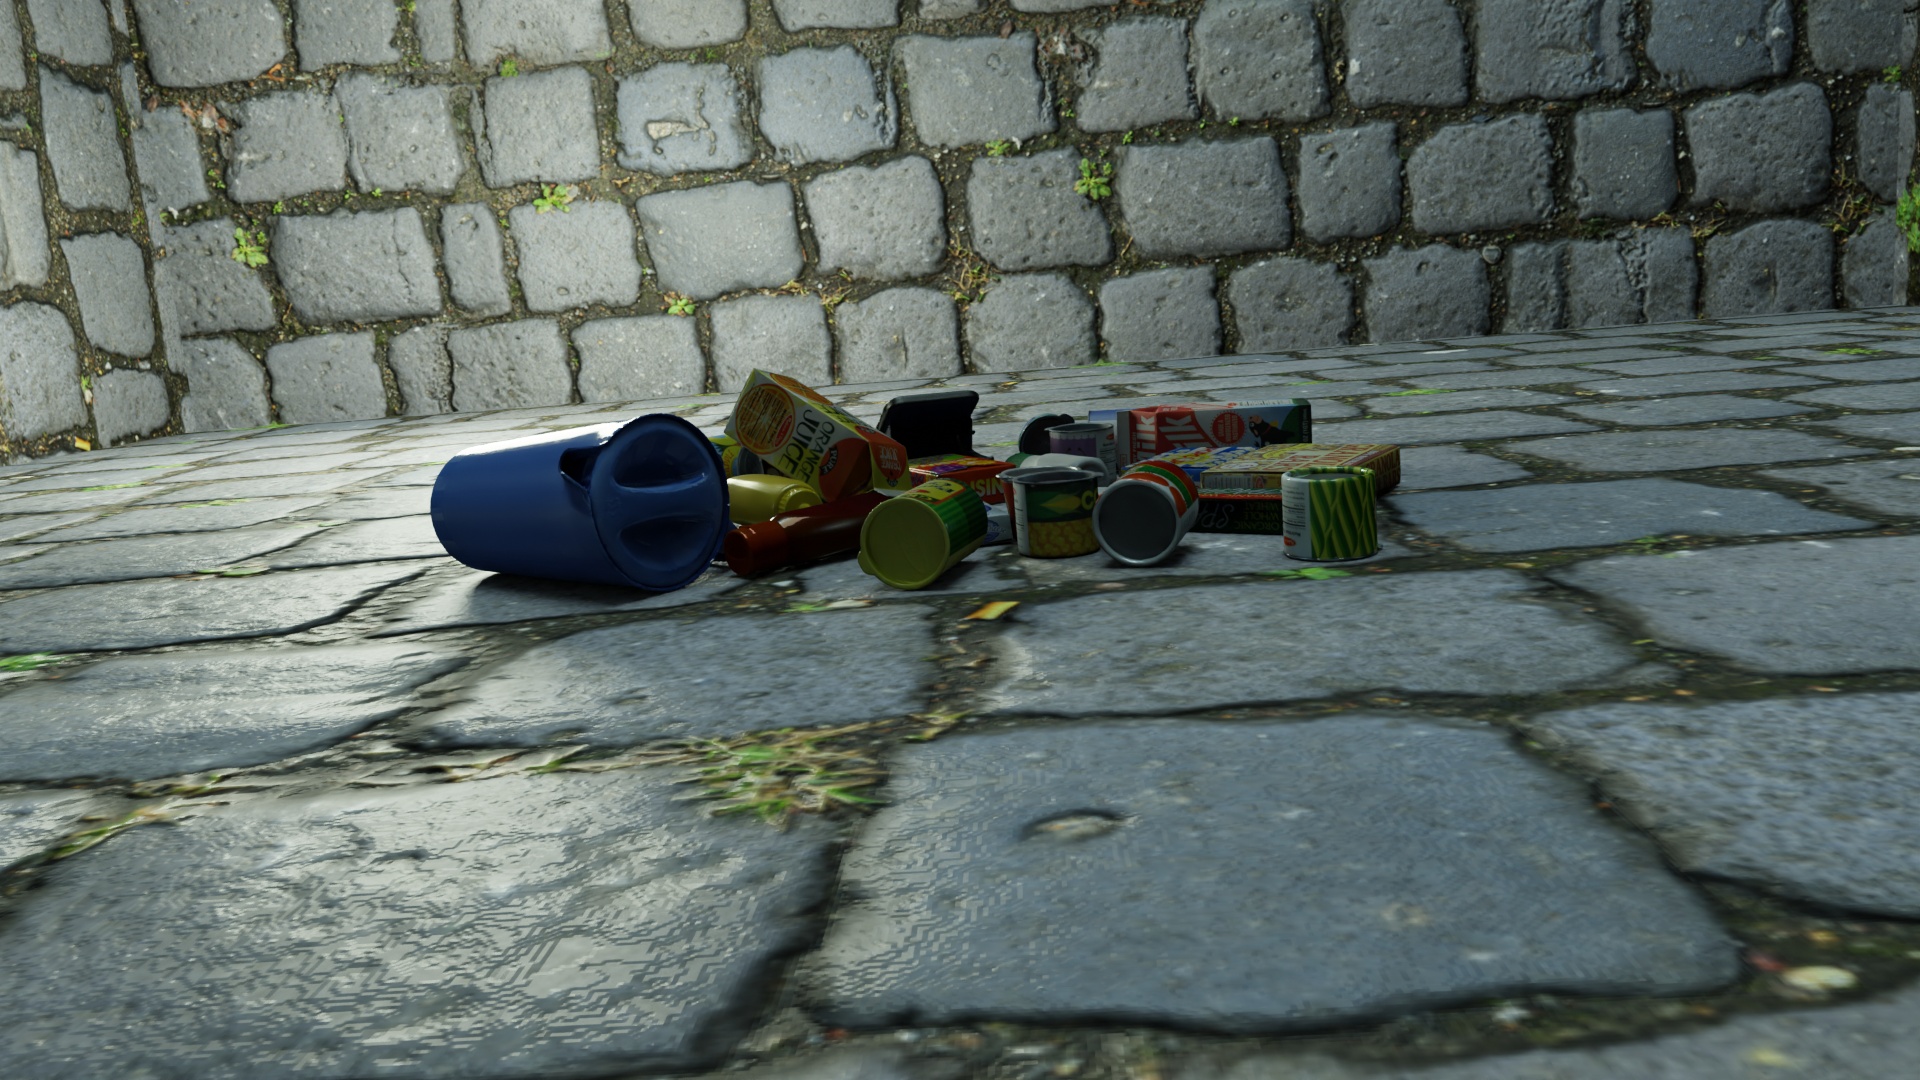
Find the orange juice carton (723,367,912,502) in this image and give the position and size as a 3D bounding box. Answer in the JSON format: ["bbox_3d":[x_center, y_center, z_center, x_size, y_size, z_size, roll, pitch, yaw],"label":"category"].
[{"bbox_3d":[-0.126,-0.087,1.328,0.193,0.073,0.072,33,12,23],"label":"orange juice carton"}]

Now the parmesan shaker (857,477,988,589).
[{"bbox_3d":[-0.027,-0.006,1.021,0.071,0.071,0.103,-1,10,17],"label":"parmesan shaker"}]

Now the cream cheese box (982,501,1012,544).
[{"bbox_3d":[0.004,-0.015,1.164,0.053,0.024,0.104,-8,11,-13],"label":"cream cheese box"}]

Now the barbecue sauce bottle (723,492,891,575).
[{"bbox_3d":[-0.120,-0.005,1.115,0.065,0.043,0.149,5,15,44],"label":"barbecue sauce bottle"}]

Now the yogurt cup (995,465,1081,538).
[{"bbox_3d":[0.068,-0.031,1.144,0.072,0.053,0.072,-4,10,1],"label":"yogurt cup"}]

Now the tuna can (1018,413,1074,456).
[{"bbox_3d":[0.096,-0.105,1.487,0.071,0.071,0.033,-5,10,-2],"label":"tuna can"}]

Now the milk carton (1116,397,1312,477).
[{"bbox_3d":[0.253,-0.101,1.395,0.190,0.072,0.073,-1,10,10],"label":"milk carton"}]

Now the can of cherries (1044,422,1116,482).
[{"bbox_3d":[0.123,-0.087,1.415,0.071,0.058,0.071,-5,11,1],"label":"can of cherries"}]

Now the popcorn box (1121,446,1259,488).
[{"bbox_3d":[0.214,-0.059,1.278,0.085,0.038,0.127,1,12,33],"label":"popcorn box"}]

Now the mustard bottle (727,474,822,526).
[{"bbox_3d":[-0.163,-0.031,1.256,0.065,0.048,0.160,-4,9,-30],"label":"mustard bottle"}]

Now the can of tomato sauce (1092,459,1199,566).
[{"bbox_3d":[0.136,-0.022,1.027,0.071,0.071,0.083,-1,11,18],"label":"can of tomato sauce"}]

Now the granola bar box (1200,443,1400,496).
[{"bbox_3d":[0.301,-0.055,1.218,0.124,0.039,0.166,3,13,33],"label":"granola bar box"}]

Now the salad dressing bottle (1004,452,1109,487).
[{"bbox_3d":[0.088,-0.062,1.334,0.064,0.044,0.147,-11,11,-23],"label":"salad dressing bottle"}]

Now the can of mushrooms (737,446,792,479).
[{"bbox_3d":[-0.199,-0.069,1.417,0.033,0.071,0.071,-9,11,-32],"label":"can of mushrooms"}]

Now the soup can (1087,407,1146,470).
[{"bbox_3d":[0.180,-0.109,1.482,0.084,0.071,0.071,-2,10,9],"label":"soup can"}]

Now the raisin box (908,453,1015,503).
[{"bbox_3d":[-0.012,-0.059,1.369,0.086,0.040,0.123,-9,12,-29],"label":"raisin box"}]

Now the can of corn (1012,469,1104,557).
[{"bbox_3d":[0.078,-0.021,1.075,0.071,0.058,0.071,-4,10,1],"label":"can of corn"}]

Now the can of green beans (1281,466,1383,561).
[{"bbox_3d":[0.263,-0.020,0.992,0.071,0.057,0.071,-4,10,1],"label":"can of green beans"}]

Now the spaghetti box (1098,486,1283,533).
[{"bbox_3d":[0.163,-0.027,1.152,0.250,0.028,0.050,2,12,33],"label":"spaghetti box"}]

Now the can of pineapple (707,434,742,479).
[{"bbox_3d":[-0.267,-0.083,1.532,0.071,0.071,0.058,3,12,34],"label":"can of pineapple"}]
